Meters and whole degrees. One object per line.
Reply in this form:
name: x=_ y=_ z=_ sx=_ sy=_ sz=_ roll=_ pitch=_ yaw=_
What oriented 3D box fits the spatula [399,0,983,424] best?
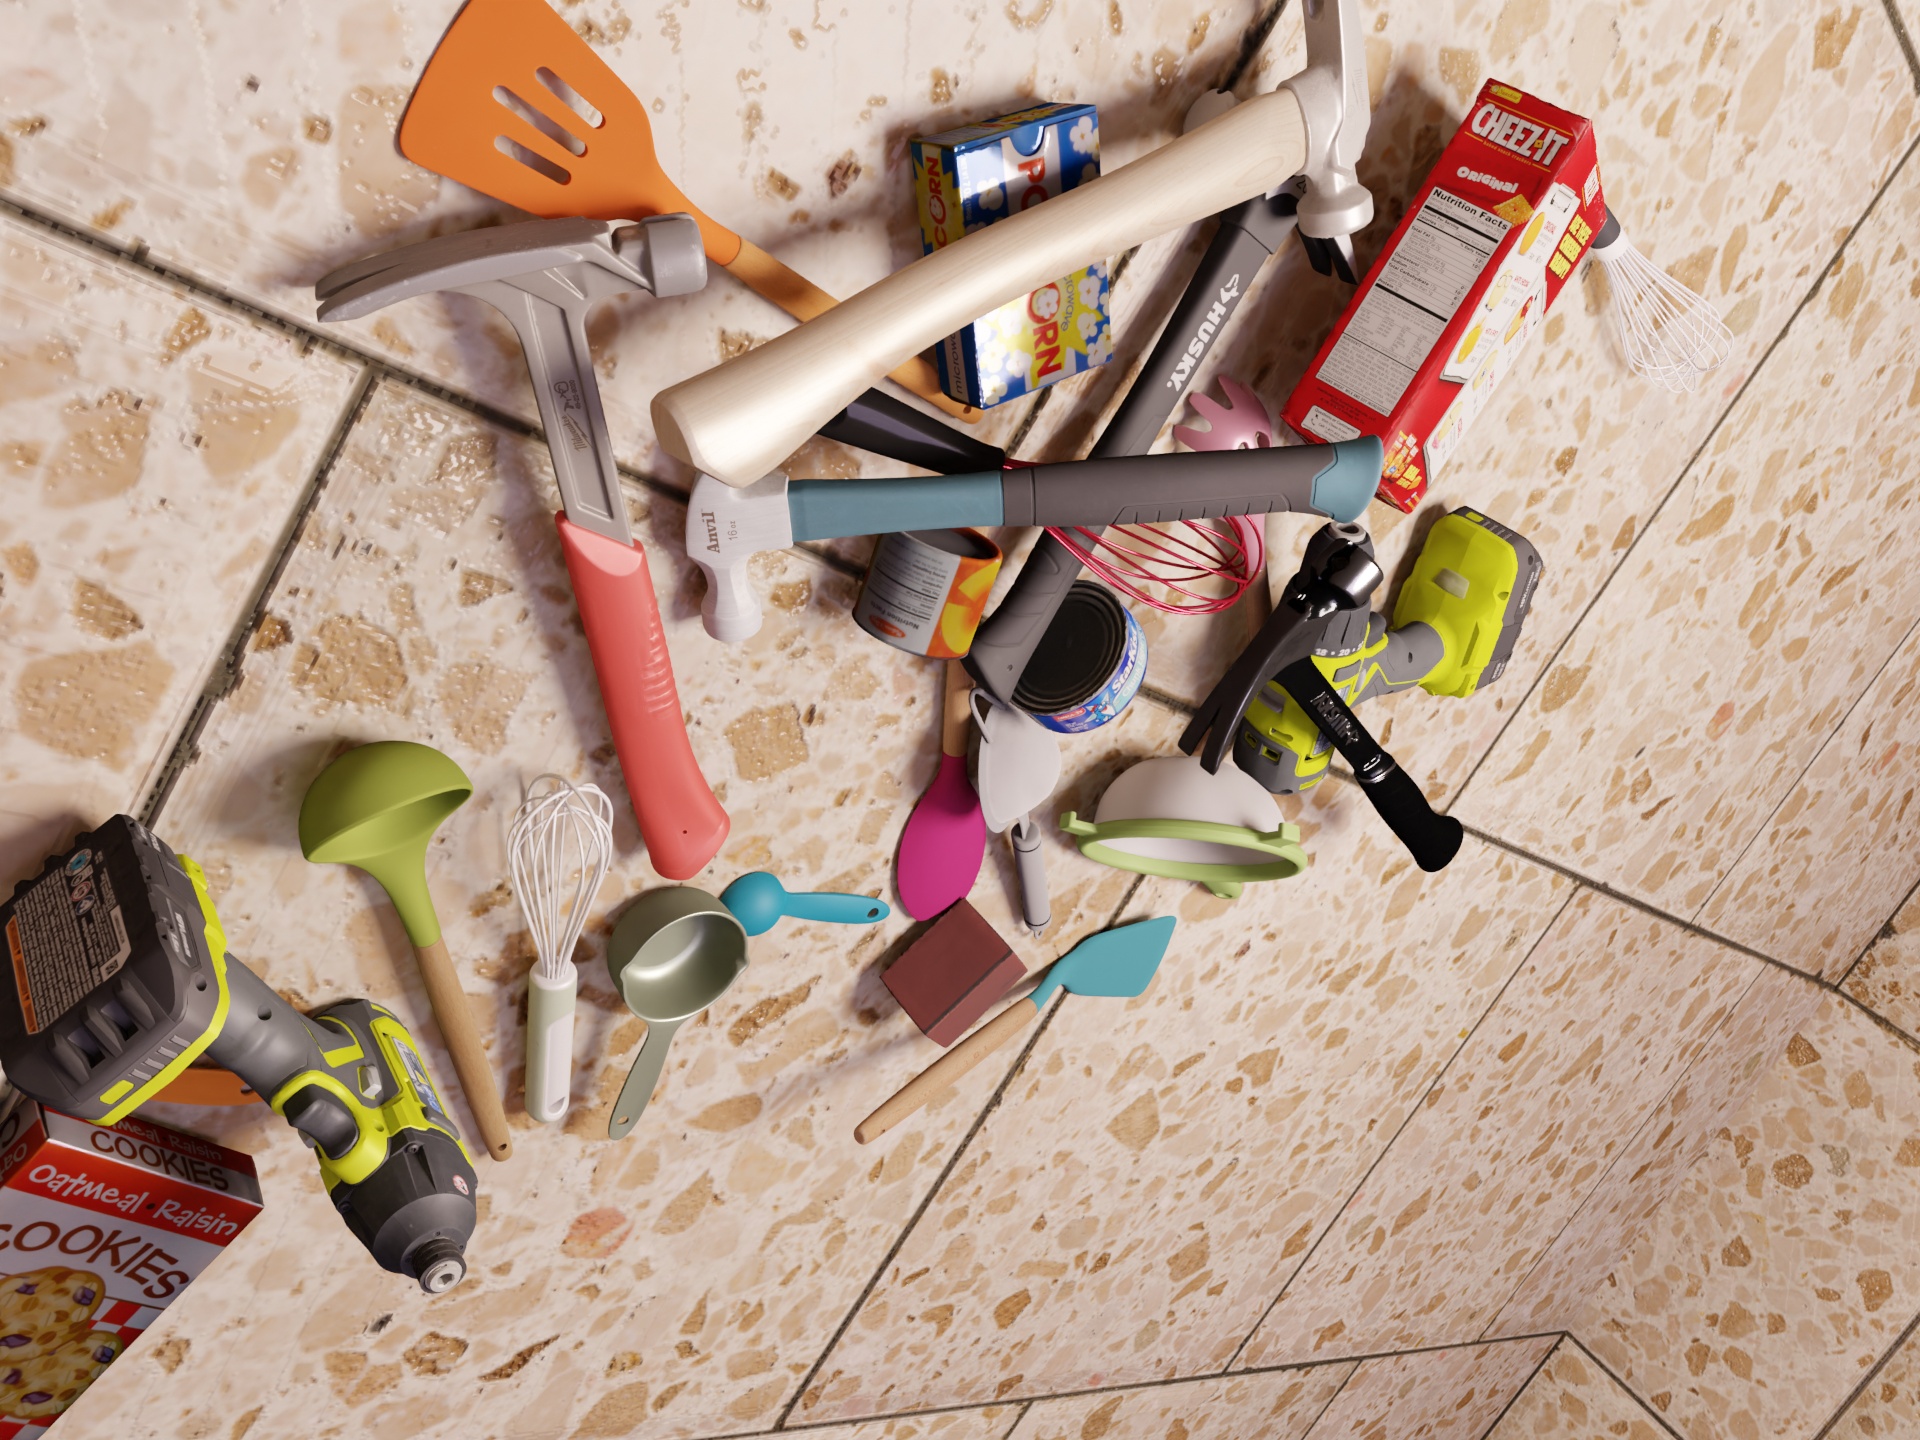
spatula: x=-0.091 y=-0.203 z=0.711 sx=0.322 sy=0.041 sz=0.081 roll=22 pitch=106 yaw=-51

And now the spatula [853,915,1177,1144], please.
spatula: x=0.041 y=0.212 z=1.083 sx=0.317 sy=0.044 sz=0.082 roll=-26 pitch=143 yaw=-48

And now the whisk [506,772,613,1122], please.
whisk: x=-0.214 y=0.128 z=0.840 sx=0.058 sy=0.059 sz=0.246 roll=-30 pitch=143 yaw=-44

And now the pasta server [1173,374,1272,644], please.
pasta server: x=0.187 y=-0.087 z=1.031 sx=0.060 sy=0.040 sz=0.315 roll=-35 pitch=141 yaw=-14

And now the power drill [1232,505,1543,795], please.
power drill: x=0.287 y=-0.065 z=1.068 sx=0.228 sy=0.080 sz=0.190 roll=-21 pitch=135 yaw=-34

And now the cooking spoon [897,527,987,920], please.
cooking spoon: x=-0.001 y=-0.003 z=0.938 sx=0.068 sy=0.017 sz=0.318 roll=-20 pitch=132 yaw=-31

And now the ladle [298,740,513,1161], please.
ladle: x=-0.259 y=0.134 z=0.801 sx=0.078 sy=0.062 sz=0.319 roll=-24 pitch=136 yaw=-24

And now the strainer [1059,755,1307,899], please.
strainer: x=0.170 y=0.074 z=1.100 sx=0.256 sy=0.151 sz=0.069 roll=41 pitch=53 yaw=-67

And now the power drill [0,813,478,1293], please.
power drill: x=-0.302 y=0.153 z=0.694 sx=0.080 sy=0.171 sz=0.223 roll=-41 pitch=135 yaw=-7

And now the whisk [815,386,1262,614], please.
whisk: x=0.033 y=-0.119 z=0.802 sx=0.295 sy=0.073 sz=0.073 roll=19 pitch=109 yaw=-24

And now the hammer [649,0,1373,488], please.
hammer: x=0.038 y=-0.225 z=0.718 sx=0.410 sy=0.038 sz=0.146 roll=-33 pitch=126 yaw=-24

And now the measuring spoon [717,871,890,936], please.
measuring spoon: x=-0.087 y=0.116 z=0.953 sx=0.128 sy=0.021 sz=0.042 roll=11 pitch=113 yaw=-43

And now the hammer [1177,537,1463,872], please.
hammer: x=0.264 y=0.029 z=1.042 sx=0.149 sy=0.036 sz=0.408 roll=-48 pitch=144 yaw=3

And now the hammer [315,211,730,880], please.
hammer: x=-0.168 y=-0.054 z=0.734 sx=0.149 sy=0.037 sz=0.358 roll=-14 pitch=134 yaw=-11

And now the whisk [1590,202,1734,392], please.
whisk: x=0.443 y=-0.302 z=1.063 sx=0.284 sy=0.070 sz=0.070 roll=29 pitch=100 yaw=-42

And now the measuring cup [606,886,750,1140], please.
measuring cup: x=-0.178 y=0.166 z=0.906 sx=0.083 sy=0.038 sz=0.167 roll=3 pitch=120 yaw=-41

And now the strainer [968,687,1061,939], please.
strainer: x=0.043 y=0.068 z=1.005 sx=0.258 sy=0.050 sz=0.087 roll=80 pitch=25 yaw=-51

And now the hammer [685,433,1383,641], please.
hammer: x=0.034 y=-0.106 z=0.759 sx=0.331 sy=0.033 sz=0.128 roll=-4 pitch=128 yaw=0

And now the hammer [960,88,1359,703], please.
hammer: x=0.098 y=-0.158 z=0.874 sx=0.146 sy=0.035 sz=0.335 roll=22 pitch=101 yaw=-43

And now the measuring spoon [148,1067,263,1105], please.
measuring spoon: x=-0.381 y=0.171 z=0.761 sx=0.116 sy=0.011 sz=0.021 roll=23 pitch=103 yaw=-51
